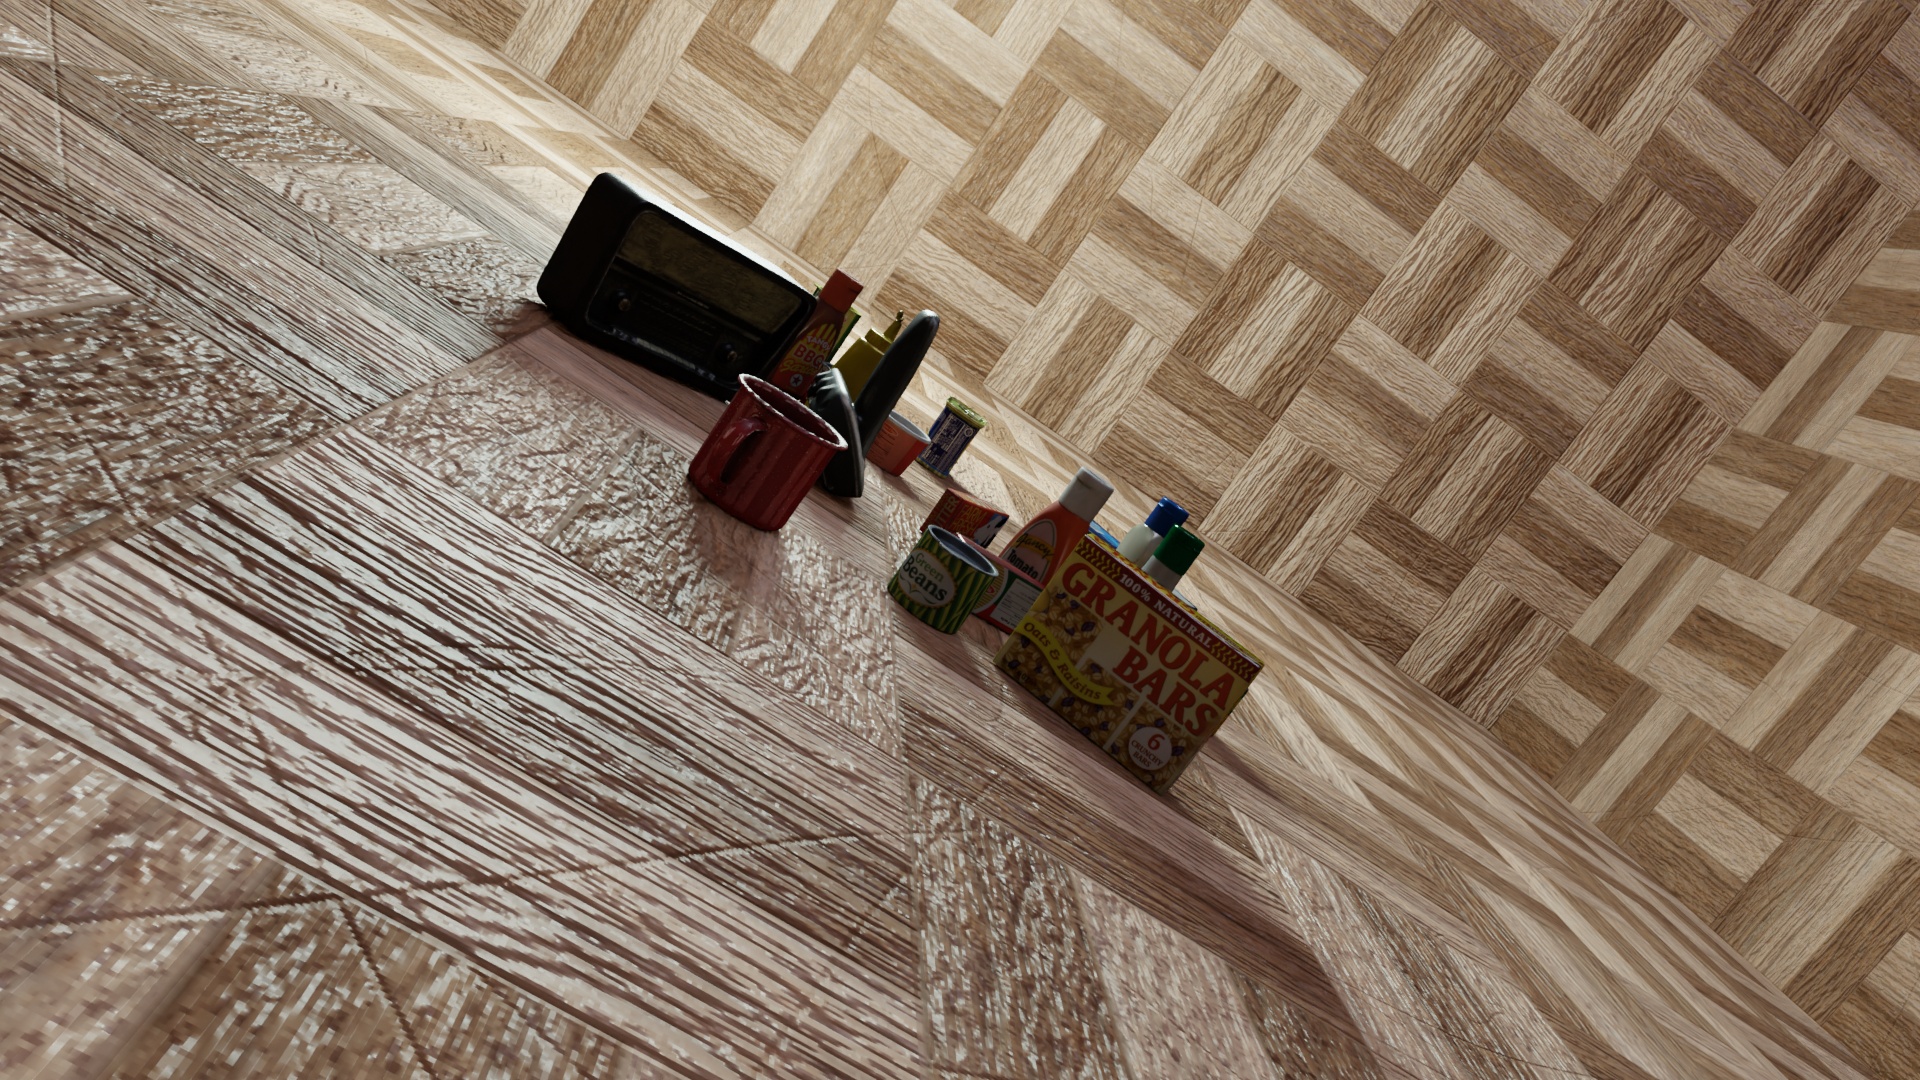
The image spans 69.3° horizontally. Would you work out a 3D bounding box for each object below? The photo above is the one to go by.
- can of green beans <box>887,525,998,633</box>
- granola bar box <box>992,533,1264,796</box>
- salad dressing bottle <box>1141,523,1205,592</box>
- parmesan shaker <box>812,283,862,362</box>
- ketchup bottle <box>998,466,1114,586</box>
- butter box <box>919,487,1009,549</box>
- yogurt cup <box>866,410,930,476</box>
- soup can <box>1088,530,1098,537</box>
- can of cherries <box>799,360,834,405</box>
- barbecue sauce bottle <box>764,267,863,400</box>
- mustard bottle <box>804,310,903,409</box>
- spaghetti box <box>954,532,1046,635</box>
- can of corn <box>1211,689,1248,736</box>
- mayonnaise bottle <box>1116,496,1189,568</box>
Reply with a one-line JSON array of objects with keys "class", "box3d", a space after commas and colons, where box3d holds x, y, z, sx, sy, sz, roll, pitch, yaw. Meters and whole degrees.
[{"class": "can of green beans", "box3d": [-0.014, 0.030, 1.070, 0.071, 0.057, 0.071, 34, 10, -7]}, {"class": "granola bar box", "box3d": [0.126, 0.092, 1.053, 0.166, 0.124, 0.039, 38, 10, 13]}, {"class": "salad dressing bottle", "box3d": [0.179, 0.053, 1.344, 0.064, 0.147, 0.044, 26, 13, -45]}, {"class": "parmesan shaker", "box3d": [-0.181, -0.260, 1.737, 0.071, 0.103, 0.071, 34, 10, -7]}, {"class": "ketchup bottle", "box3d": [0.080, 0.004, 1.241, 0.065, 0.148, 0.043, 42, 11, 32]}, {"class": "butter box", "box3d": [0.005, -0.017, 1.367, 0.024, 0.053, 0.103, 40, 11, 27]}, {"class": "yogurt cup", "box3d": [-0.074, -0.107, 1.521, 0.072, 0.054, 0.072, 34, 10, -7]}, {"class": "soup can", "box3d": [0.097, 0.019, 1.413, 0.071, 0.083, 0.071, 34, 10, -7]}, {"class": "can of cherries", "box3d": [-0.138, -0.154, 1.516, 0.071, 0.058, 0.071, 34, 10, -7]}, {"class": "barbecue sauce bottle", "box3d": [-0.162, -0.228, 1.522, 0.065, 0.148, 0.044, 25, 14, -49]}, {"class": "mustard bottle", "box3d": [-0.098, -0.158, 1.370, 0.065, 0.160, 0.049, 36, 9, 0]}, {"class": "spaghetti box", "box3d": [0.083, 0.075, 1.205, 0.250, 0.050, 0.029, 31, 10, -24]}, {"class": "can of corn", "box3d": [0.237, 0.148, 1.349, 0.071, 0.058, 0.071, 34, 10, -7]}, {"class": "mayonnaise bottle", "box3d": [0.200, 0.020, 1.563, 0.041, 0.148, 0.065, 30, 11, -29]}]
